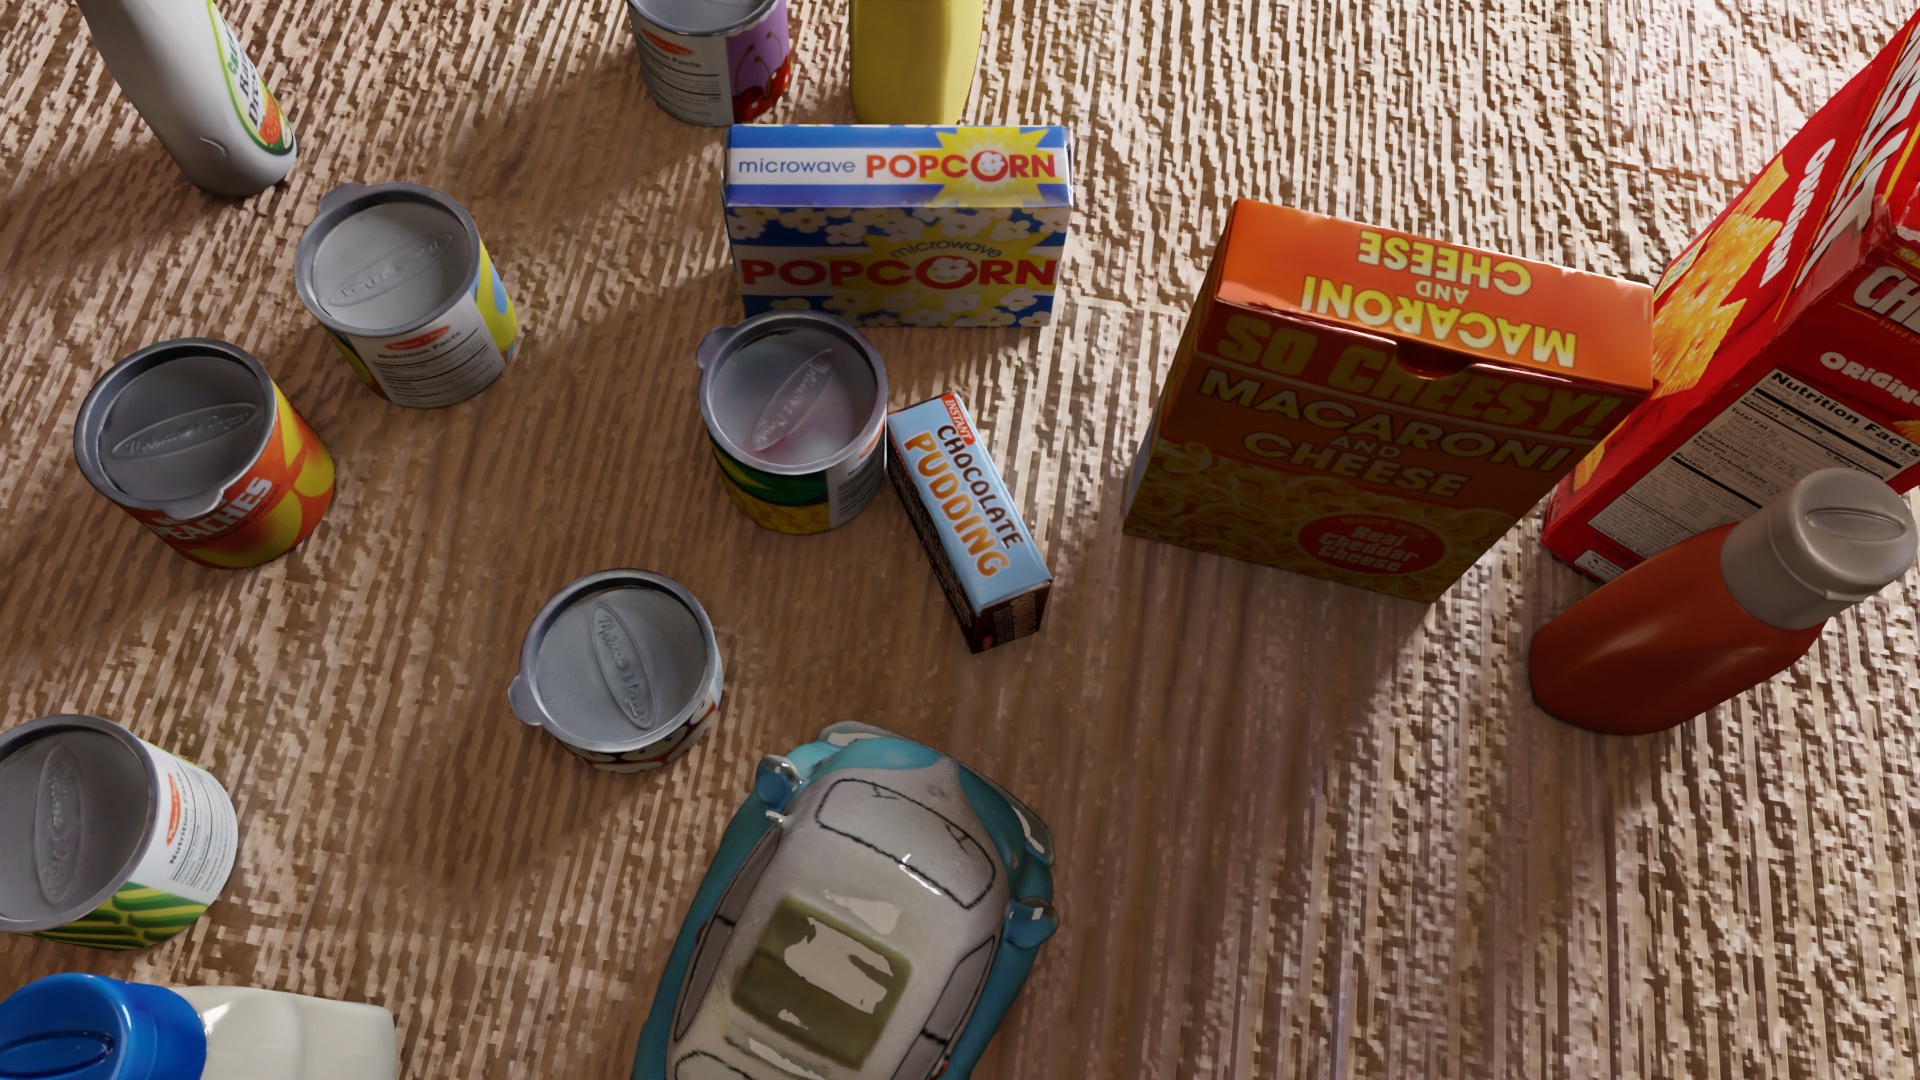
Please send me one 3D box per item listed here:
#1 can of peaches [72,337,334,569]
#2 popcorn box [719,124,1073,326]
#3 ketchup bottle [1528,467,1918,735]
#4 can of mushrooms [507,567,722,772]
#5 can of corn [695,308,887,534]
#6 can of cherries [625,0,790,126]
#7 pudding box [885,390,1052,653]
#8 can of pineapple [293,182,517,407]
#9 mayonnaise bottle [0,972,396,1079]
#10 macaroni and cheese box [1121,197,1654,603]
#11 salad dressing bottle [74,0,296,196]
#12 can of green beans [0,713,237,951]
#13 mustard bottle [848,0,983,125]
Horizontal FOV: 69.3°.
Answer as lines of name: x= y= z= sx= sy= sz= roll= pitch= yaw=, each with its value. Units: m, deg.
can of peaches: x=-0.266 y=-0.028 z=0.496 sx=0.071 sy=0.058 sz=0.071 roll=1 pitch=67 yaw=-2
popcorn box: x=-0.024 y=-0.118 z=0.532 sx=0.127 sy=0.085 sz=0.038 roll=-1 pitch=68 yaw=-3
ketchup bottle: x=0.244 y=0.024 z=0.451 sx=0.065 sy=0.148 sz=0.044 roll=6 pitch=67 yaw=0
can of mushrooms: x=-0.119 y=0.047 z=0.485 sx=0.071 sy=0.033 sz=0.071 roll=1 pitch=67 yaw=-2
can of corn: x=-0.062 y=-0.044 z=0.513 sx=0.071 sy=0.058 sz=0.071 roll=1 pitch=67 yaw=-2
can of cherries: x=-0.104 y=-0.220 z=0.585 sx=0.071 sy=0.058 sz=0.072 roll=1 pitch=67 yaw=-2
pudding box: x=0.002 y=-0.006 z=0.505 sx=0.030 sy=0.049 sz=0.084 roll=-22 pitch=70 yaw=-11
can of pineapple: x=-0.208 y=-0.093 z=0.526 sx=0.071 sy=0.057 sz=0.071 roll=1 pitch=67 yaw=-2
mayonnaise bottle: x=-0.206 y=0.142 z=0.378 sx=0.065 sy=0.147 sz=0.041 roll=-7 pitch=68 yaw=-6
macaroni and cheese box: x=0.129 y=-0.036 z=0.461 sx=0.124 sy=0.165 sz=0.040 roll=13 pitch=68 yaw=3
salad dressing bottle: x=-0.296 y=-0.189 z=0.514 sx=0.044 sy=0.147 sz=0.064 roll=-16 pitch=69 yaw=-9
can of green beans: x=-0.276 y=0.095 z=0.443 sx=0.071 sy=0.057 sz=0.071 roll=1 pitch=67 yaw=-2
mustard bottle: x=-0.017 y=-0.221 z=0.535 sx=0.049 sy=0.159 sz=0.065 roll=17 pitch=68 yaw=4
